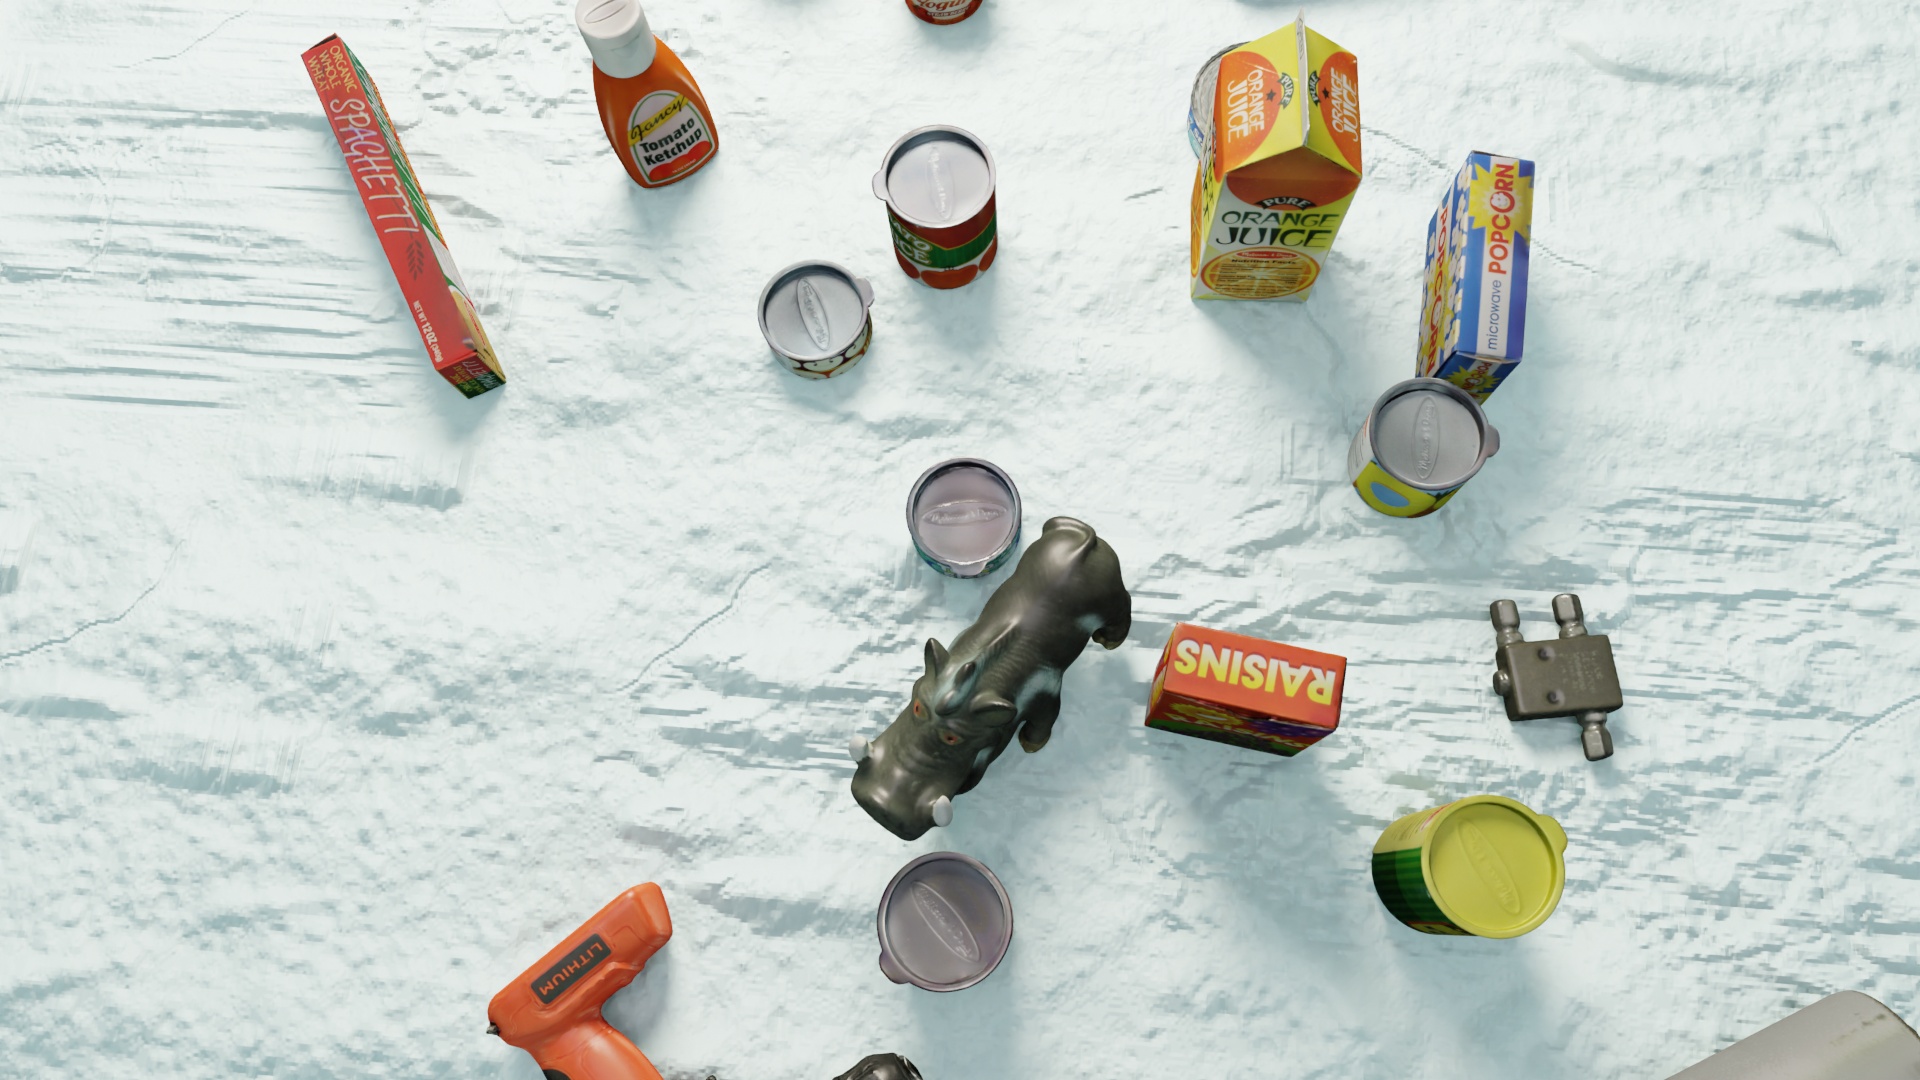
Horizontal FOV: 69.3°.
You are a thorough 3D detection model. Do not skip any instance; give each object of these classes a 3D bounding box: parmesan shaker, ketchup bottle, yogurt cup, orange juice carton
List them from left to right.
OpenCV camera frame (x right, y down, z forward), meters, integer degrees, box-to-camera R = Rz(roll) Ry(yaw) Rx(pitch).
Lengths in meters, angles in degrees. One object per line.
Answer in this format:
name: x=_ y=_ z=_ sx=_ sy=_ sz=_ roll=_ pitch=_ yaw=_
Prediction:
ketchup bottle: x=-0.189 y=-0.268 z=0.822 sx=0.065 sy=0.148 sz=0.043 roll=-31 pitch=75 yaw=-6
yogurt cup: x=-0.012 y=-0.370 z=0.893 sx=0.072 sy=0.054 sz=0.072 roll=-1 pitch=74 yaw=3
orange juice carton: x=0.172 y=-0.204 z=0.764 sx=0.073 sy=0.192 sz=0.072 roll=2 pitch=75 yaw=3
parmesan shaker: x=0.255 y=0.165 z=0.700 sx=0.071 sy=0.103 sz=0.071 roll=-1 pitch=74 yaw=3

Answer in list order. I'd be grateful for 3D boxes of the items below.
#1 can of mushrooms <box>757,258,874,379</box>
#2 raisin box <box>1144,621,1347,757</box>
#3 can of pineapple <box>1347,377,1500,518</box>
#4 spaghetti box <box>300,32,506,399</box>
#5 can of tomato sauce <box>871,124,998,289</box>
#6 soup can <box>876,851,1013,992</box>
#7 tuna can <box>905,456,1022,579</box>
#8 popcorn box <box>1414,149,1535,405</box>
can of mushrooms: x=-0.085 y=-0.134 z=0.839 sx=0.071 sy=0.033 sz=0.071 roll=-1 pitch=74 yaw=3
raisin box: x=0.143 y=0.080 z=0.720 sx=0.086 sy=0.123 sz=0.040 roll=12 pitch=76 yaw=6
can of pineapple: x=0.259 y=-0.050 z=0.786 sx=0.071 sy=0.057 sz=0.071 roll=-1 pitch=74 yaw=3
spaghetti box: x=-0.347 y=-0.203 z=0.863 sx=0.029 sy=0.050 sz=0.250 roll=-27 pitch=75 yaw=-5
can of tomato sauce: x=-0.013 y=-0.196 z=0.827 sx=0.071 sy=0.083 sz=0.071 roll=-1 pitch=74 yaw=3
soup can: x=-0.008 y=0.197 z=0.714 sx=0.071 sy=0.083 sz=0.071 roll=-1 pitch=74 yaw=3
tuna can: x=0.003 y=-0.010 z=0.799 sx=0.071 sy=0.032 sz=0.071 roll=-1 pitch=74 yaw=3
popcorn box: x=0.293 y=-0.145 z=0.797 sx=0.038 sy=0.085 sz=0.127 roll=9 pitch=75 yaw=5
